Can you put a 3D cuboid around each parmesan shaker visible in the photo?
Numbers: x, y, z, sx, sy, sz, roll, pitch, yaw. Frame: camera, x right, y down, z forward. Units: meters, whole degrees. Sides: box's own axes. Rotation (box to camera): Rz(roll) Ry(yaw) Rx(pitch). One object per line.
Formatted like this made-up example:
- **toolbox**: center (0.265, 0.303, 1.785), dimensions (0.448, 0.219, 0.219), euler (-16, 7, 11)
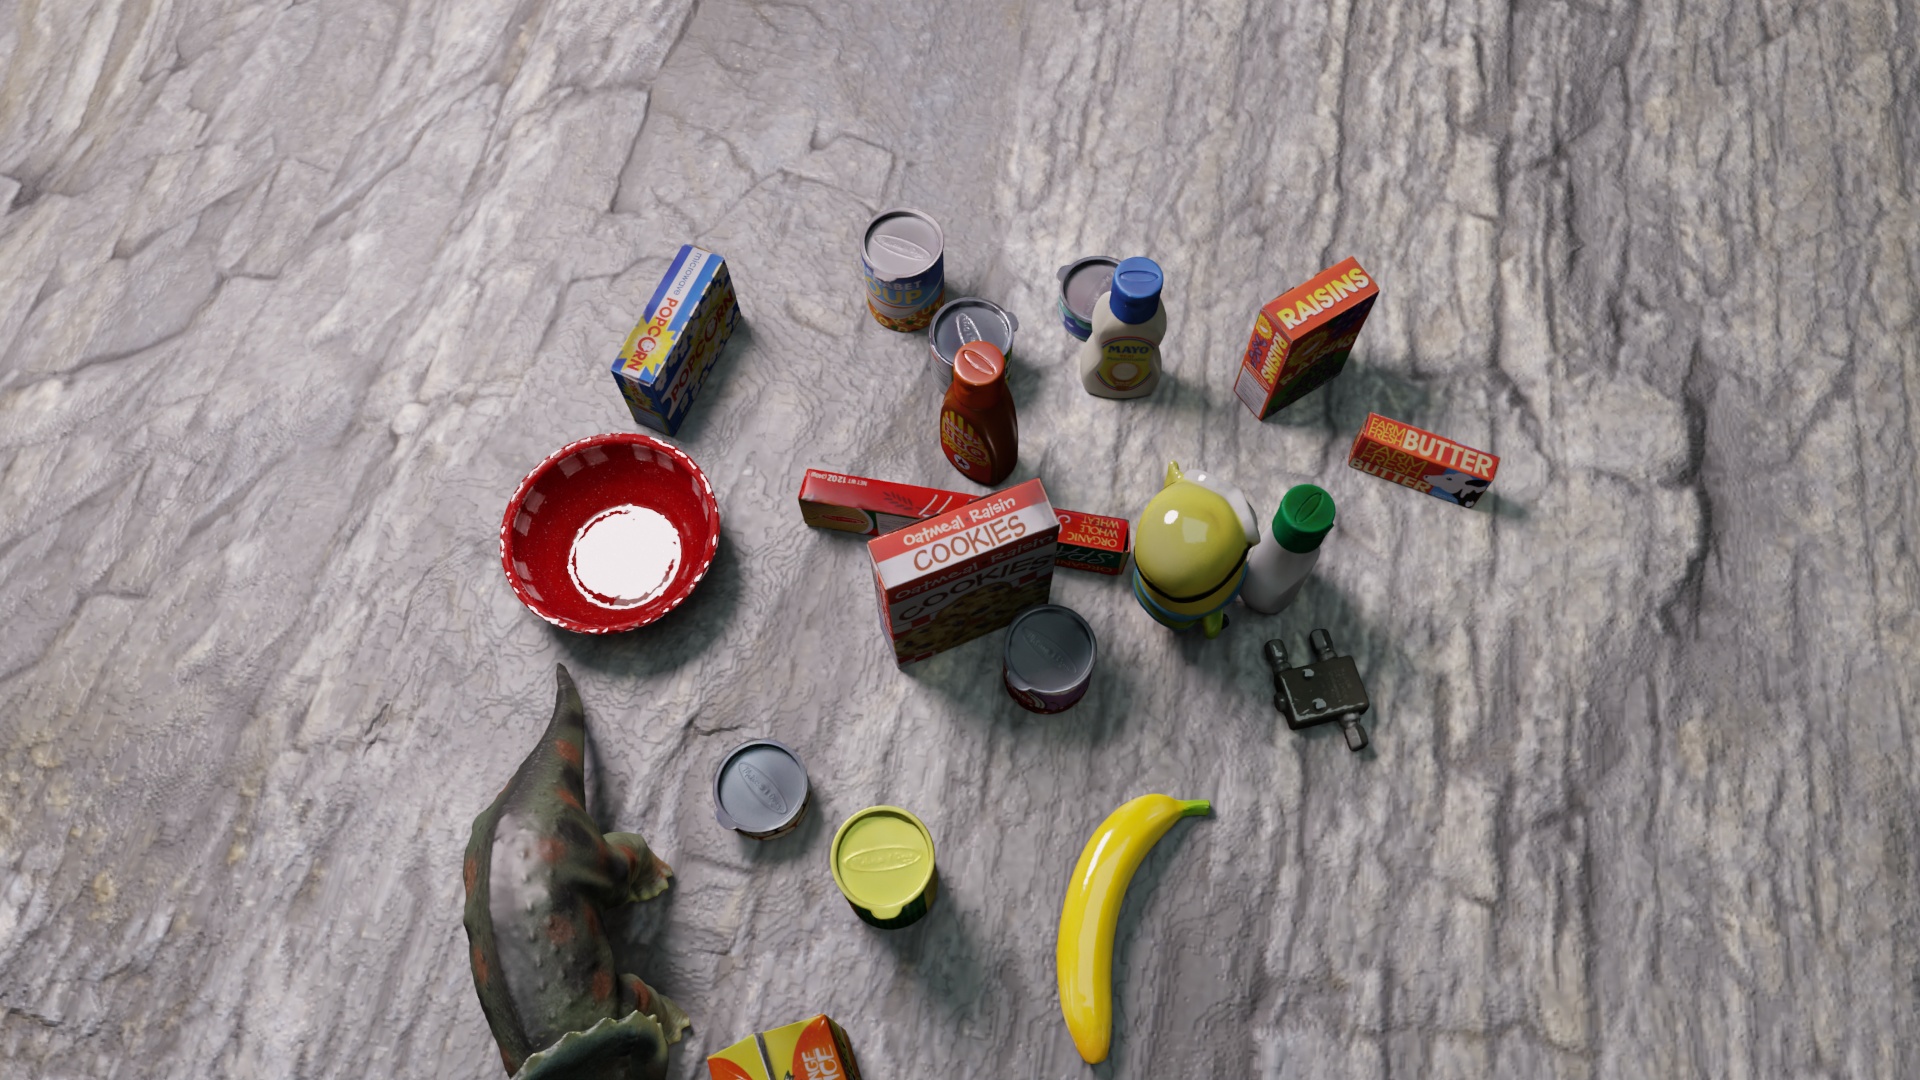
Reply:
- **parmesan shaker**: center (-0.049, 0.222, 0.920), dimensions (0.071, 0.102, 0.071), euler (0, 67, 0)

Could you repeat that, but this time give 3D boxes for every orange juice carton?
- **orange juice carton**: center (-0.098, 0.332, 0.824), dimensions (0.073, 0.192, 0.072), euler (-19, 68, -7)

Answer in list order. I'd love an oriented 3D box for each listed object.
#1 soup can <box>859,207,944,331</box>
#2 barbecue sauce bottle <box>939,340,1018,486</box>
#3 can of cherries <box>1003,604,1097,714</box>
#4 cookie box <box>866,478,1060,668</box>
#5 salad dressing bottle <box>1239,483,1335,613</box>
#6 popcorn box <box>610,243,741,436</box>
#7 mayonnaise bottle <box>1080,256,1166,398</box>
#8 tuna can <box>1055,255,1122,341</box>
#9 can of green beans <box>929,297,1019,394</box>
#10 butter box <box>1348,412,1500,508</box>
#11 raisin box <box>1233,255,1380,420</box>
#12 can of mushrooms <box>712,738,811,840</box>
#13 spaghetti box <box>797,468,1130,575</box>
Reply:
- **soup can**: center (-0.047, -0.215, 1.120), dimensions (0.071, 0.083, 0.071), euler (0, 67, 0)
- **barbecue sauce bottle**: center (0.014, -0.096, 1.033), dimensions (0.065, 0.148, 0.044), euler (38, 72, 15)
- **can of cherries**: center (0.061, 0.088, 1.002), dimensions (0.071, 0.058, 0.072), euler (0, 67, 0)
- **cookie box**: center (0.002, 0.026, 0.970), dimensions (0.123, 0.166, 0.040), euler (-21, 69, -8)
- **salad dressing bottle**: center (0.233, 0.006, 0.989), dimensions (0.044, 0.147, 0.064), euler (39, 73, 15)
- **popcorn box**: center (-0.222, -0.158, 1.095), dimensions (0.038, 0.085, 0.127), euler (21, 68, 9)
- **mayonnaise bottle**: center (0.128, -0.160, 1.061), dimensions (0.065, 0.147, 0.041), euler (2, 67, 1)
- **tuna can**: center (0.111, -0.199, 1.140), dimensions (0.071, 0.032, 0.071), euler (0, 67, 0)
- **can of green beans**: center (0.009, -0.150, 1.106), dimensions (0.071, 0.057, 0.071), euler (0, 67, 0)
- **butter box**: center (0.355, -0.061, 1.069), dimensions (0.103, 0.053, 0.024), euler (21, 69, 9)
- **raisin box**: center (0.265, -0.154, 1.071), dimensions (0.086, 0.123, 0.040), euler (-30, 70, -12)
- **can of mushrooms**: center (-0.141, 0.177, 0.978), dimensions (0.071, 0.033, 0.071), euler (0, 67, 0)
- **spaghetti box**: center (0.004, -0.013, 1.051), dimensions (0.250, 0.050, 0.029), euler (9, 67, 4)
